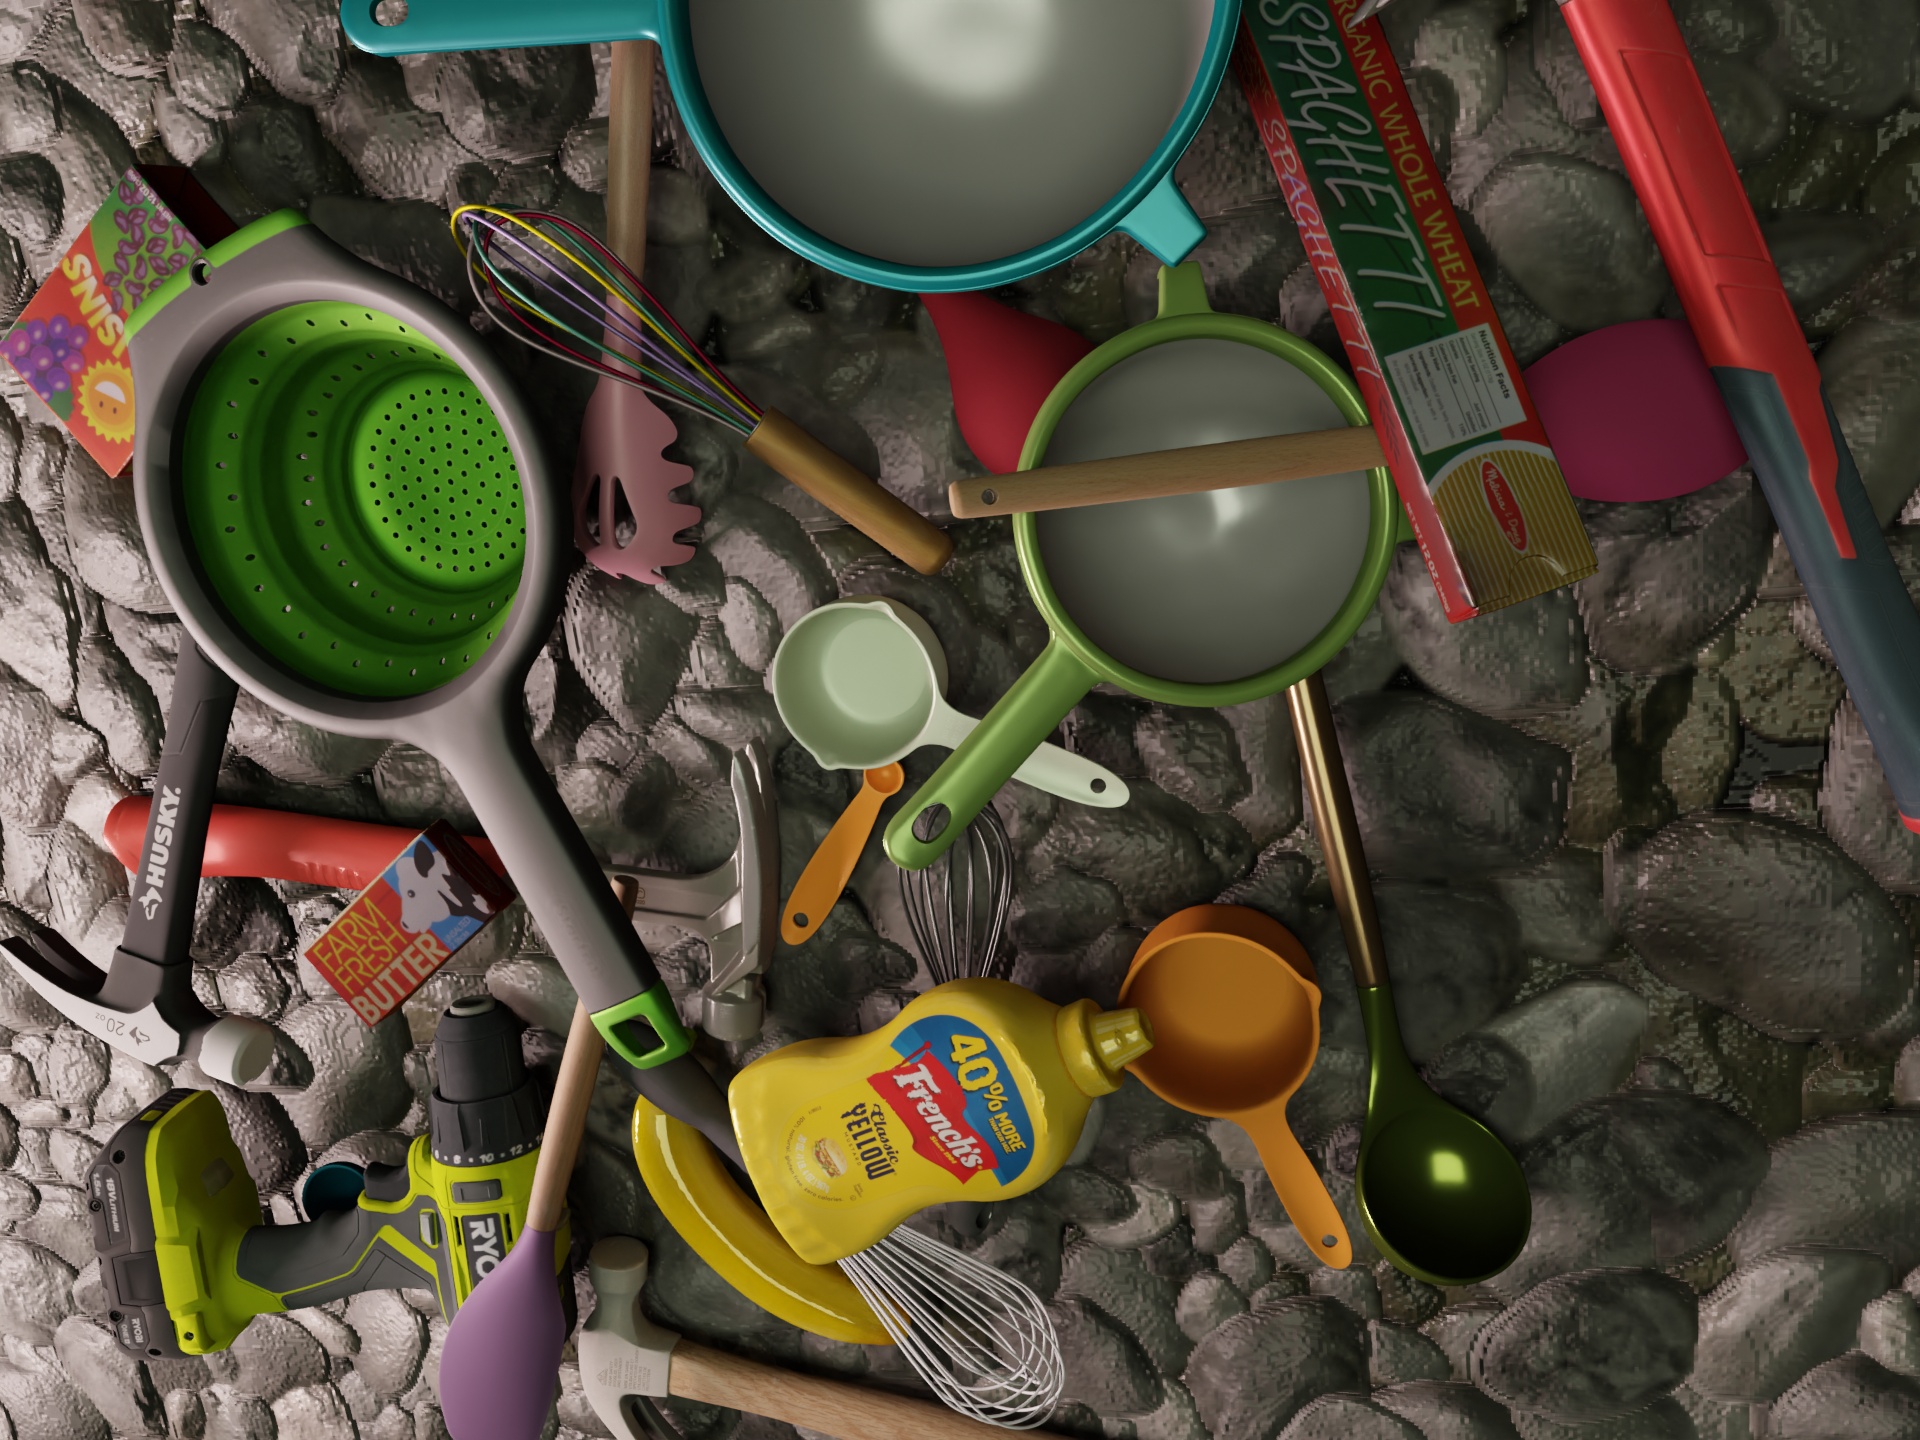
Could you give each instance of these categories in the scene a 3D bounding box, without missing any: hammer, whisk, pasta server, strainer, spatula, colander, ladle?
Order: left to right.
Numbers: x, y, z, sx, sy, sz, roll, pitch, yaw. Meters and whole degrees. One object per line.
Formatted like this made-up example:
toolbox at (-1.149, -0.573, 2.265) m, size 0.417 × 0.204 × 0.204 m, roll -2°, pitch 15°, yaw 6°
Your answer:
hammer at (-0.378, 0.003, 0.779) m, size 0.146 × 0.035 × 0.334 m, roll 17°, pitch 99°, yaw 12°
hammer at (-0.265, 0.064, 0.797) m, size 0.359 × 0.037 × 0.149 m, roll 6°, pitch 107°, yaw 12°
colander at (-0.215, -0.030, 0.724) m, size 0.204 × 0.094 × 0.397 m, roll -25°, pitch 98°, yaw 20°
spatula at (-0.201, 0.223, 0.777) m, size 0.060 × 0.018 × 0.316 m, roll 16°, pitch 101°, yaw -1°
pasta server at (-0.140, -0.210, 0.682) m, size 0.060 × 0.040 × 0.316 m, roll 10°, pitch 108°, yaw 12°
whisk at (-0.105, -0.137, 0.670) m, size 0.244 × 0.051 × 0.047 m, roll 34°, pitch 123°, yaw -16°
strainer at (-0.062, -0.268, 0.611) m, size 0.340 × 0.095 × 0.211 m, roll 2°, pitch 100°, yaw 12°
whisk at (-0.063, 0.241, 0.774) m, size 0.284 × 0.070 × 0.070 m, roll 39°, pitch 111°, yaw 1°
ladle at (-0.040, -0.222, 0.662) m, size 0.069 × 0.031 × 0.315 m, roll -38°, pitch 92°, yaw 19°
hammer at (-0.043, 0.367, 0.830) m, size 0.331 × 0.031 × 0.130 m, roll 10°, pitch 108°, yaw 11°
whisk at (0.000, 0.142, 0.746) m, size 0.055 × 0.055 × 0.238 m, roll 3°, pitch 110°, yaw 14°
strainer at (0.058, -0.043, 0.640) m, size 0.151 × 0.069 × 0.256 m, roll 41°, pitch 92°, yaw -7°
ladle at (0.178, 0.089, 0.680) m, size 0.078 × 0.062 × 0.320 m, roll -18°, pitch 99°, yaw -19°
hammer at (0.280, -0.120, 0.578) m, size 0.143 × 0.038 × 0.386 m, roll -30°, pitch 101°, yaw -9°

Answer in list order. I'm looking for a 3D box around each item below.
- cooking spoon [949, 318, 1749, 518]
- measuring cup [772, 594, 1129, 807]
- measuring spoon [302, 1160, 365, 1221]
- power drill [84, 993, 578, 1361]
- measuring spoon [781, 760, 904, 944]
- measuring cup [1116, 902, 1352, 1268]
cooking spoon at (0.154, -0.102, 0.597) m, size 0.319 × 0.017 × 0.068 m, roll -8°, pitch 100°, yaw -4°
measuring cup at (-0.001, -0.002, 0.709) m, size 0.167 × 0.038 × 0.083 m, roll 23°, pitch 110°, yaw 5°
measuring spoon at (-0.298, 0.273, 0.880) m, size 0.128 × 0.021 × 0.042 m, roll 16°, pitch 100°, yaw 0°
power drill at (-0.319, 0.243, 0.827) m, size 0.228 × 0.080 × 0.190 m, roll -5°, pitch 100°, yaw 3°
measuring spoon at (-0.057, 0.062, 0.758) m, size 0.021 × 0.011 × 0.117 m, roll 32°, pitch 115°, yaw 4°
measuring cup at (0.135, 0.162, 0.714) m, size 0.095 × 0.052 × 0.173 m, roll -24°, pitch 100°, yaw 20°
